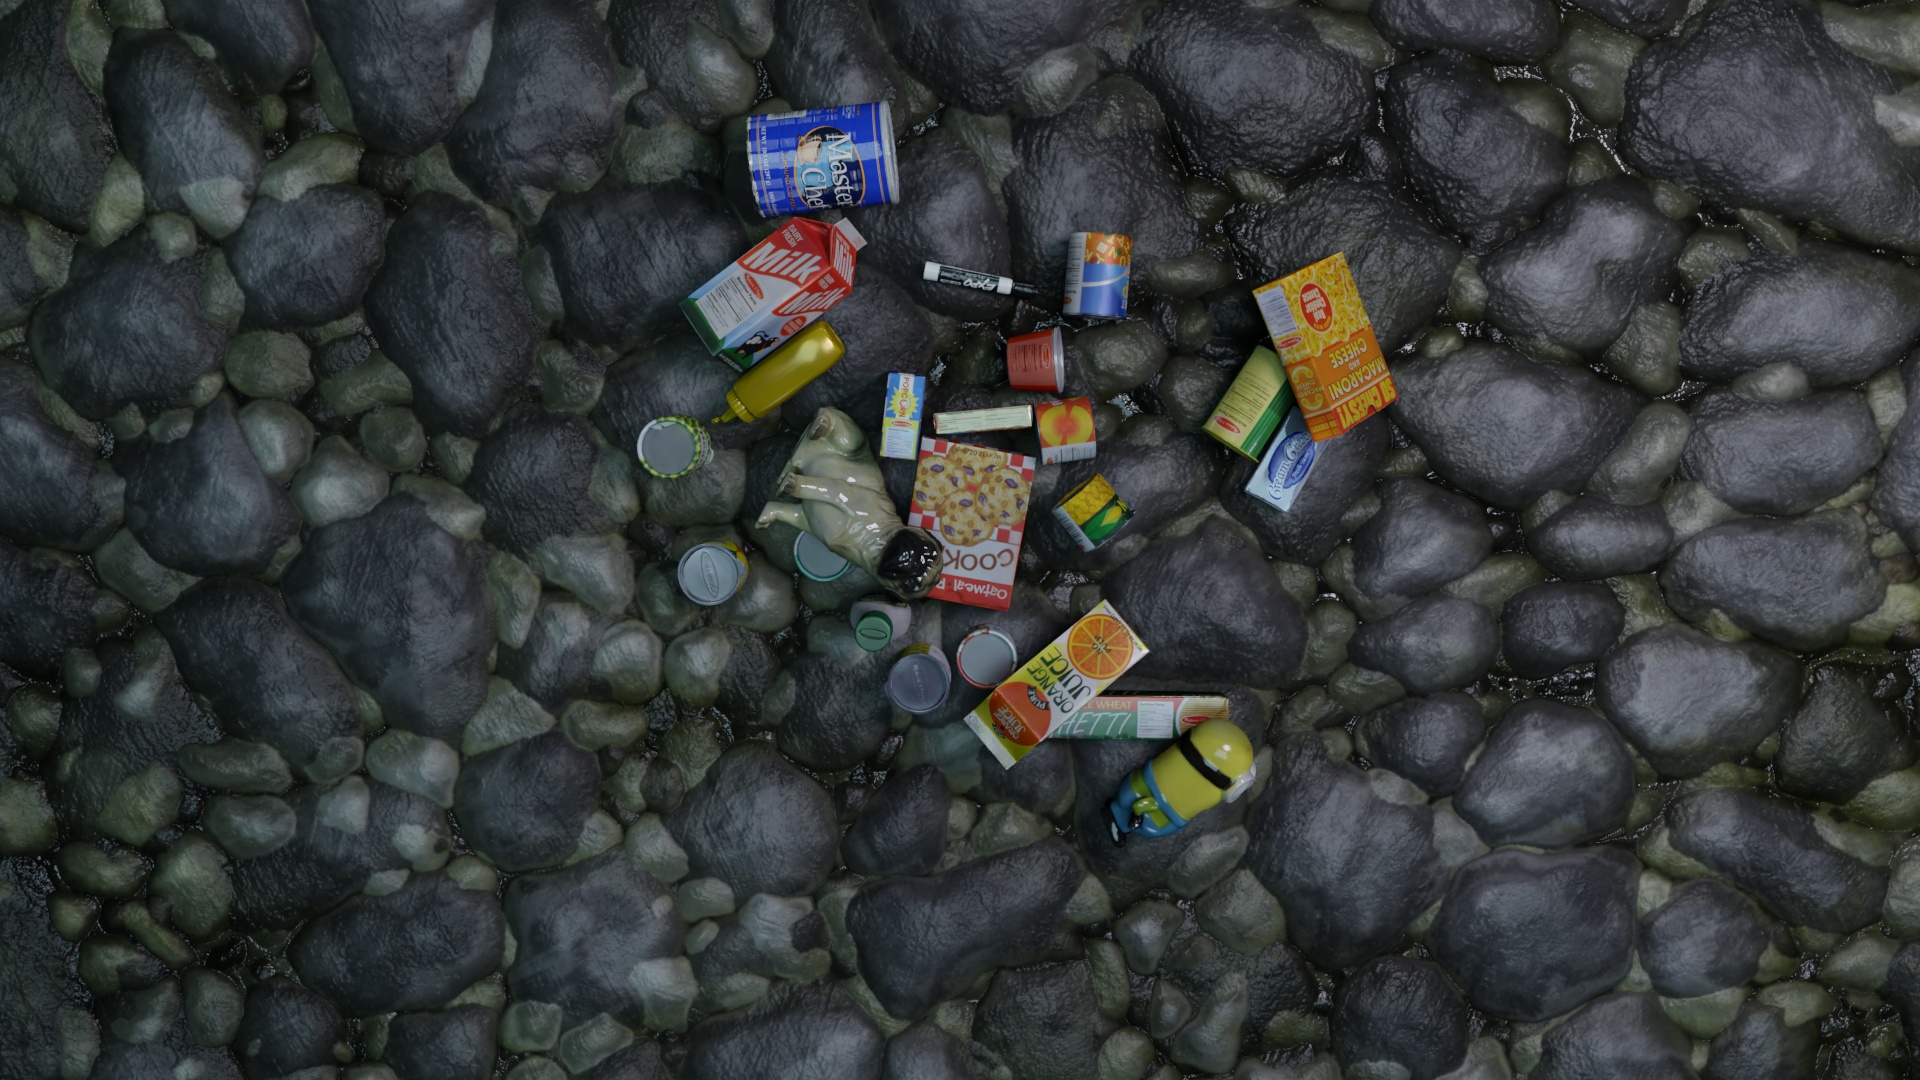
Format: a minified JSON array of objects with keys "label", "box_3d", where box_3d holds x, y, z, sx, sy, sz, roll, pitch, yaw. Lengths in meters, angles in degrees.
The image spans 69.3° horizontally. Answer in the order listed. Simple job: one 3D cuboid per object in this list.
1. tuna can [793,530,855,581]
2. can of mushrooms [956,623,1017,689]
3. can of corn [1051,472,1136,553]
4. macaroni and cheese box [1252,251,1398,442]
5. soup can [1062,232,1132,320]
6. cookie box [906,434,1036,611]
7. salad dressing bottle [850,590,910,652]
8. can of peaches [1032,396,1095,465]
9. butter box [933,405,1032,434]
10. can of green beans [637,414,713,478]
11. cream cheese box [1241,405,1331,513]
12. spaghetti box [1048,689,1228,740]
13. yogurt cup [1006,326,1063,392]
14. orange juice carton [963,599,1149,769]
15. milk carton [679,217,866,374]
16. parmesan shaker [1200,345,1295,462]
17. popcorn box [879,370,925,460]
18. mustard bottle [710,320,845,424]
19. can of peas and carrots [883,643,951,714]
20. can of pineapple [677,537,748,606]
[{"label":"tuna can","box_3d":[-0.143,0.011,1.485,0.071,0.033,0.071,0,96,1]},{"label":"can of mushrooms","box_3d":[0.026,0.127,1.495,0.071,0.033,0.071,0,97,0]},{"label":"can of corn","box_3d":[0.140,-0.031,1.461,0.071,0.071,0.058,-39,94,5]},{"label":"macaroni and cheese box","box_3d":[0.375,-0.198,1.416,0.124,0.040,0.166,-29,97,-40]},{"label":"soup can","box_3d":[0.144,-0.272,1.434,0.071,0.071,0.083,4,96,0]},{"label":"cookie box","box_3d":[0.005,-0.019,1.476,0.123,0.040,0.167,10,97,0]},{"label":"salad dressing bottle","box_3d":[-0.085,0.084,1.434,0.064,0.148,0.044,9,97,-1]},{"label":"can of peaches","box_3d":[0.108,-0.117,1.451,0.058,0.071,0.071,-8,96,2]},{"label":"butter box","box_3d":[0.024,-0.126,1.458,0.103,0.053,0.024,-5,94,1]},{"label":"can of green beans","box_3d":[-0.301,-0.099,1.462,0.071,0.058,0.071,0,97,1]},{"label":"cream cheese box","box_3d":[0.347,-0.086,1.472,0.053,0.024,0.103,29,96,-2]},{"label":"spaghetti box","box_3d":[0.163,0.188,1.503,0.250,0.029,0.050,1,97,0]},{"label":"yogurt cup","box_3d":[0.078,-0.186,1.446,0.054,0.072,0.072,-3,97,9]},{"label":"orange juice carton","box_3d":[0.099,0.152,1.451,0.193,0.073,0.072,-39,80,-8]},{"label":"milk carton","box_3d":[-0.183,-0.262,1.426,0.190,0.072,0.073,-36,74,5]},{"label":"parmesan shaker","box_3d":[0.309,-0.142,1.445,0.071,0.071,0.103,33,95,-3]},{"label":"popcorn box","box_3d":[-0.060,-0.129,1.421,0.038,0.127,0.085,7,97,-4]},{"label":"mustard bottle","box_3d":[-0.195,-0.167,1.453,0.160,0.065,0.048,-35,104,10]},{"label":"can of peas and carrots","box_3d":[-0.045,0.148,1.486,0.071,0.059,0.071,0,97,1]},{"label":"can of pineapple","box_3d":[-0.260,0.033,1.476,0.071,0.058,0.071,0,97,1]}]
